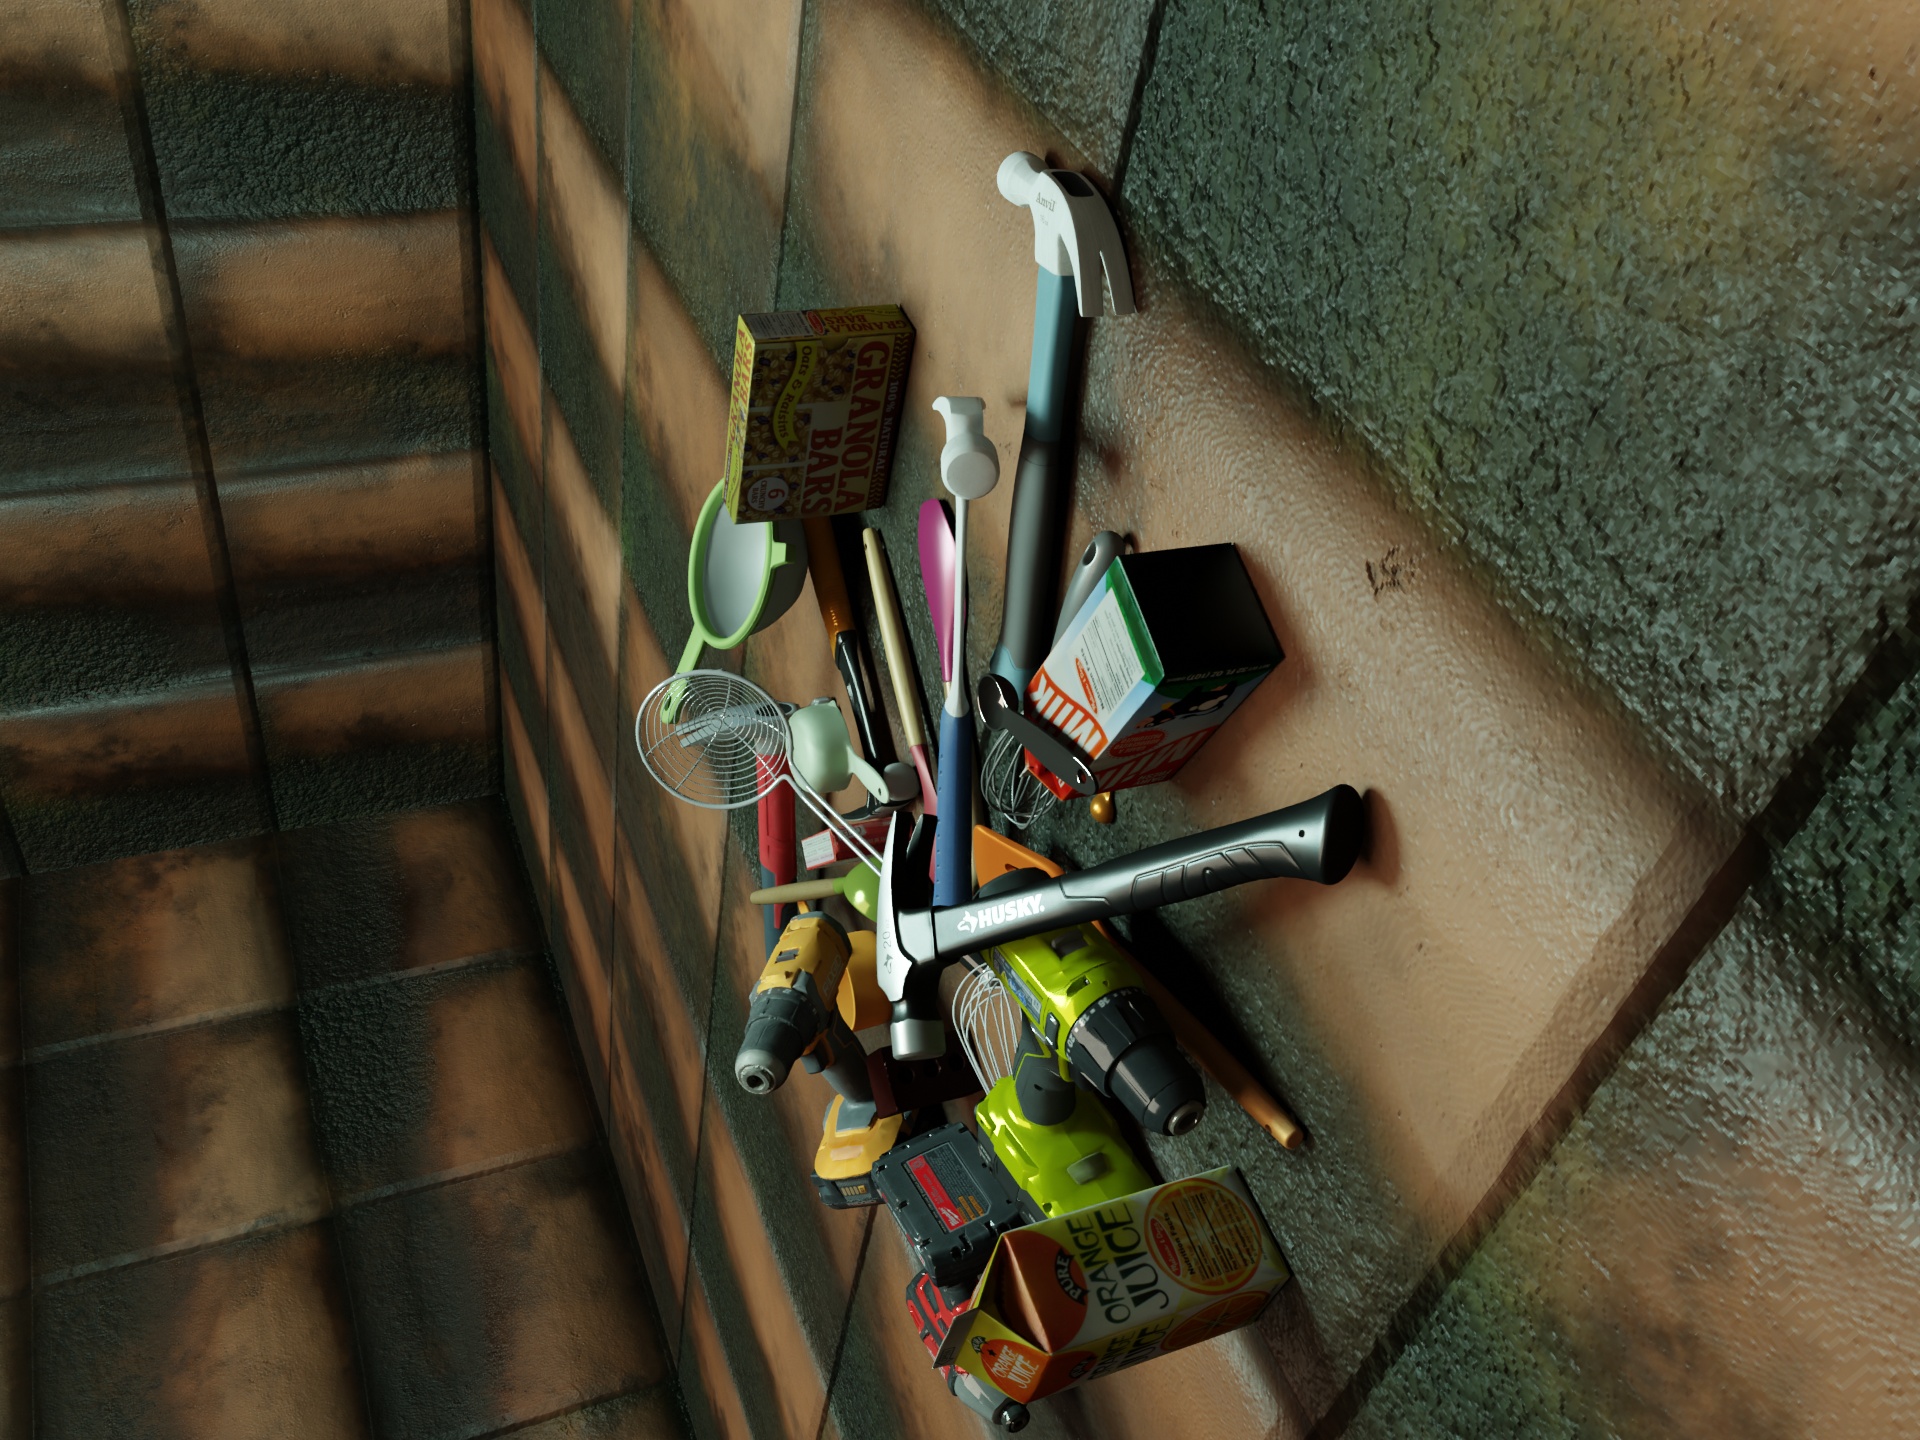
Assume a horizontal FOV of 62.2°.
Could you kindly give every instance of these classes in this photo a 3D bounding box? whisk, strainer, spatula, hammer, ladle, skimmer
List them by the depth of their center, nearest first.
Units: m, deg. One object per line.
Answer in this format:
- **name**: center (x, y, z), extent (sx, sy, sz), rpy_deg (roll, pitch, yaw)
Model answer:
- **hammer**: center (0.071, 0.088, 0.861), extent (0.335, 0.035, 0.146), rpy_deg (-22, 66, 43)
- **spatula**: center (0.099, 0.161, 0.973), extent (0.323, 0.041, 0.081), rpy_deg (43, 148, 53)
- **hammer**: center (0.048, -0.163, 0.973), extent (0.128, 0.033, 0.330), rpy_deg (-128, 35, -50)
- **whisk**: center (0.060, -0.022, 0.992), extent (0.055, 0.055, 0.238), rpy_deg (60, 146, 39)
- **hammer**: center (-0.001, -0.022, 1.065), extent (0.144, 0.035, 0.405), rpy_deg (-95, 5, -57)
- **whisk**: center (0.049, 0.306, 1.132), extent (0.070, 0.070, 0.284), rpy_deg (9, 112, 66)
- **skimmer**: center (-0.111, 0.091, 1.237), extent (0.364, 0.090, 0.127), rpy_deg (41, 119, 28)
- **ladle**: center (-0.037, -0.005, 1.246), extent (0.069, 0.031, 0.315), rpy_deg (140, 120, -63)
- **hammer**: center (-0.105, -0.081, 1.361), extent (0.127, 0.034, 0.337), rpy_deg (146, 112, -64)
- **strainer**: center (-0.191, -0.093, 1.375), extent (0.256, 0.069, 0.152), rpy_deg (-61, 41, 32)
- **ladle**: center (-0.119, 0.159, 1.393), extent (0.320, 0.078, 0.062), rpy_deg (-17, 63, 58)
- **hammer**: center (-0.192, 0.143, 1.544), extent (0.038, 0.143, 0.386), rpy_deg (-116, 23, -48)

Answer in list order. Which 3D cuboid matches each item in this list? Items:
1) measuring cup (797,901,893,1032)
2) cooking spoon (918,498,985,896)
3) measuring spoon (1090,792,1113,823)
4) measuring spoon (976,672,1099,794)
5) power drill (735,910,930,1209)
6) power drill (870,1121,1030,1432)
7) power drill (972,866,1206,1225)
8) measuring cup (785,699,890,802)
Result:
- **measuring cup**: center (-0.104, 0.207, 1.454), extent (0.174, 0.052, 0.095), rpy_deg (-122, 31, -45)
- **cooking spoon**: center (-0.002, -0.004, 1.171), extent (0.069, 0.017, 0.319), rpy_deg (179, 82, -68)
- **measuring spoon**: center (0.088, 0.011, 0.976), extent (0.021, 0.011, 0.116), rpy_deg (-138, 44, -56)
- **measuring spoon**: center (0.046, 0.008, 0.888), extent (0.124, 0.018, 0.034), rpy_deg (42, 137, 48)
- **power drill**: center (-0.109, 0.296, 1.301), extent (0.185, 0.084, 0.226), rpy_deg (-67, -40, -60)
- **power drill**: center (0.003, 0.417, 1.171), extent (0.143, 0.078, 0.219), rpy_deg (47, 150, 48)
- **power drill**: center (0.074, 0.225, 0.968), extent (0.191, 0.080, 0.228), rpy_deg (47, 149, 42)
- **measuring cup**: center (-0.104, 0.038, 1.311), extent (0.168, 0.038, 0.083), rpy_deg (-145, 50, -60)
